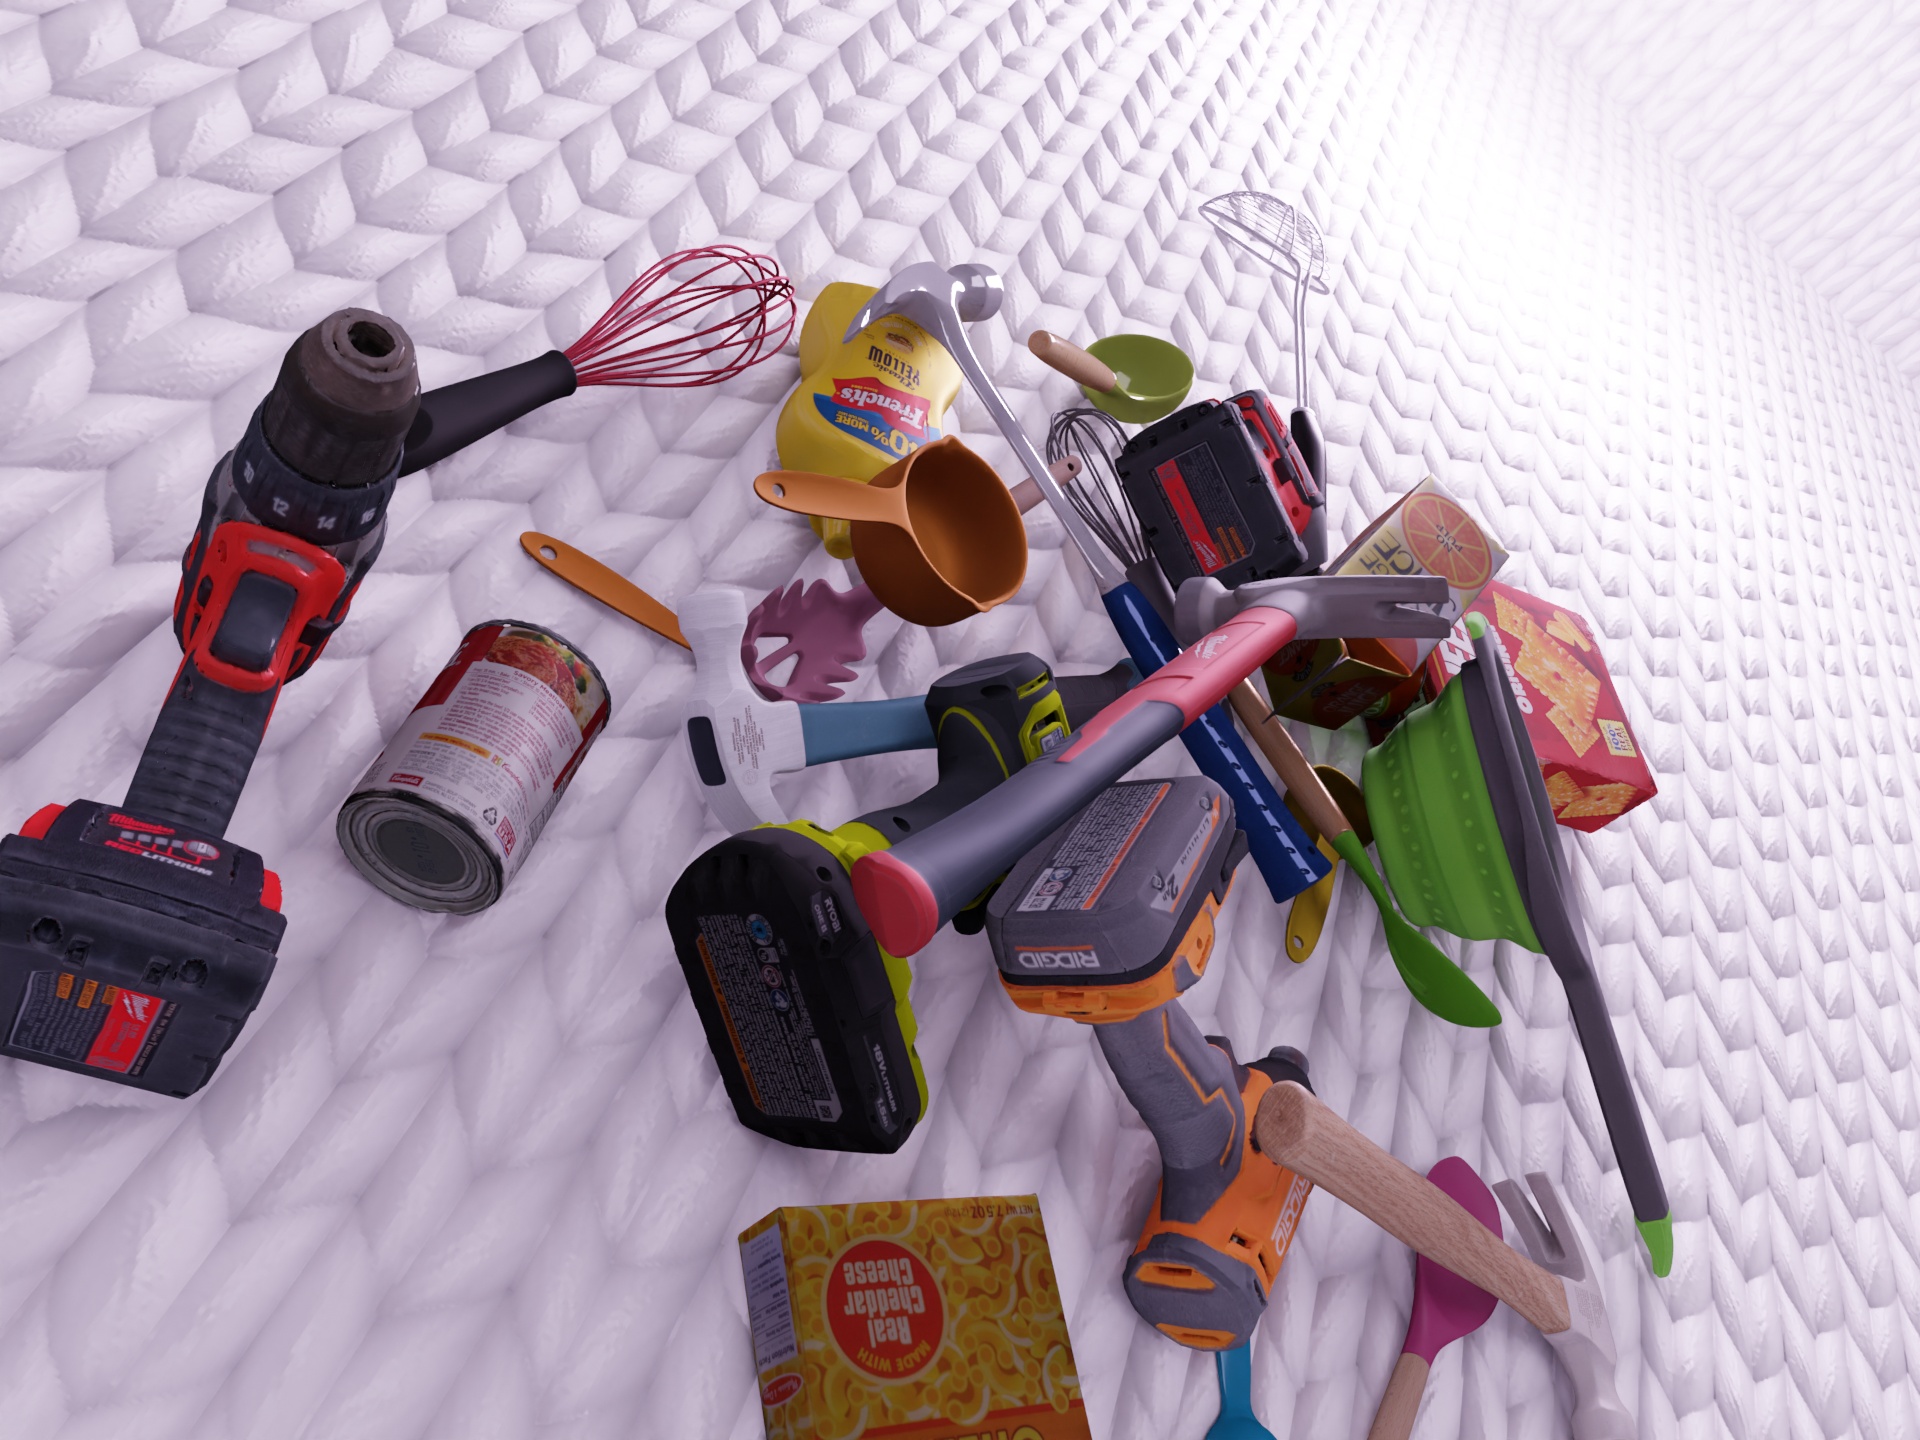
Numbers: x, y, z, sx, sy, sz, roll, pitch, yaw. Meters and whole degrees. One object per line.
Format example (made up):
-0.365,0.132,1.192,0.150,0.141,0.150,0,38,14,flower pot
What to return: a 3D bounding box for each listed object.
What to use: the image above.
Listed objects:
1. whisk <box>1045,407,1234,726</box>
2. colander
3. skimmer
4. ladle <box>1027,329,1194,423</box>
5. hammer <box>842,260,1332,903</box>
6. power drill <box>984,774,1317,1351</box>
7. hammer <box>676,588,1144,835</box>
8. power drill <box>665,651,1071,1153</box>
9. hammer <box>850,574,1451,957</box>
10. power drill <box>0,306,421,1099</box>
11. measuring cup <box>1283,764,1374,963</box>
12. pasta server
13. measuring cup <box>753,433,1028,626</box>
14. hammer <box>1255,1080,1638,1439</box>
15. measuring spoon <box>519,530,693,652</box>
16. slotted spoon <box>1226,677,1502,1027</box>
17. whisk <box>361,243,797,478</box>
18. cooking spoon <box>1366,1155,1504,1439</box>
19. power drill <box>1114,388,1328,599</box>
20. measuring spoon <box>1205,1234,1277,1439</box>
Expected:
0.113,-0.093,0.981,0.055,0.055,0.239,-8,69,-43,whisk
0.320,0.138,0.939,0.204,0.094,0.397,-12,85,-69,colander
0.241,-0.270,1.232,0.127,0.090,0.364,24,56,-34,skimmer
0.085,-0.219,0.955,0.078,0.062,0.320,19,10,13,ladle
0.076,-0.079,0.873,0.405,0.035,0.144,58,34,4,hammer
0.103,0.140,0.711,0.164,0.084,0.226,-48,123,-49,power drill
-0.001,-0.003,0.795,0.331,0.033,0.128,-6,90,-48,hammer
-0.010,0.084,0.694,0.223,0.080,0.171,-31,108,-49,power drill
0.090,0.002,0.688,0.386,0.143,0.038,-33,118,-51,hammer
-0.240,-0.012,0.521,0.080,0.188,0.227,23,51,-24,power drill
0.203,0.088,0.925,0.062,0.029,0.157,39,44,-9,measuring cup
-0.014,-0.088,0.857,0.316,0.040,0.060,-38,102,-44,pasta server
-0.044,-0.093,0.772,0.173,0.052,0.095,4,70,-44,measuring cup
0.235,0.244,0.757,0.331,0.031,0.130,39,37,-37,hammer
-0.158,-0.054,0.752,0.117,0.011,0.021,32,42,-10,measuring spoon
0.204,0.050,0.904,0.070,0.031,0.314,51,8,-51,slotted spoon
-0.184,-0.179,0.793,0.073,0.073,0.296,49,48,3,whisk
0.207,0.323,0.751,0.068,0.017,0.319,51,41,-4,cooking spoon
0.182,-0.137,1.013,0.143,0.078,0.219,64,25,-1,power drill
0.128,0.286,0.711,0.042,0.021,0.129,24,46,-23,measuring spoon
